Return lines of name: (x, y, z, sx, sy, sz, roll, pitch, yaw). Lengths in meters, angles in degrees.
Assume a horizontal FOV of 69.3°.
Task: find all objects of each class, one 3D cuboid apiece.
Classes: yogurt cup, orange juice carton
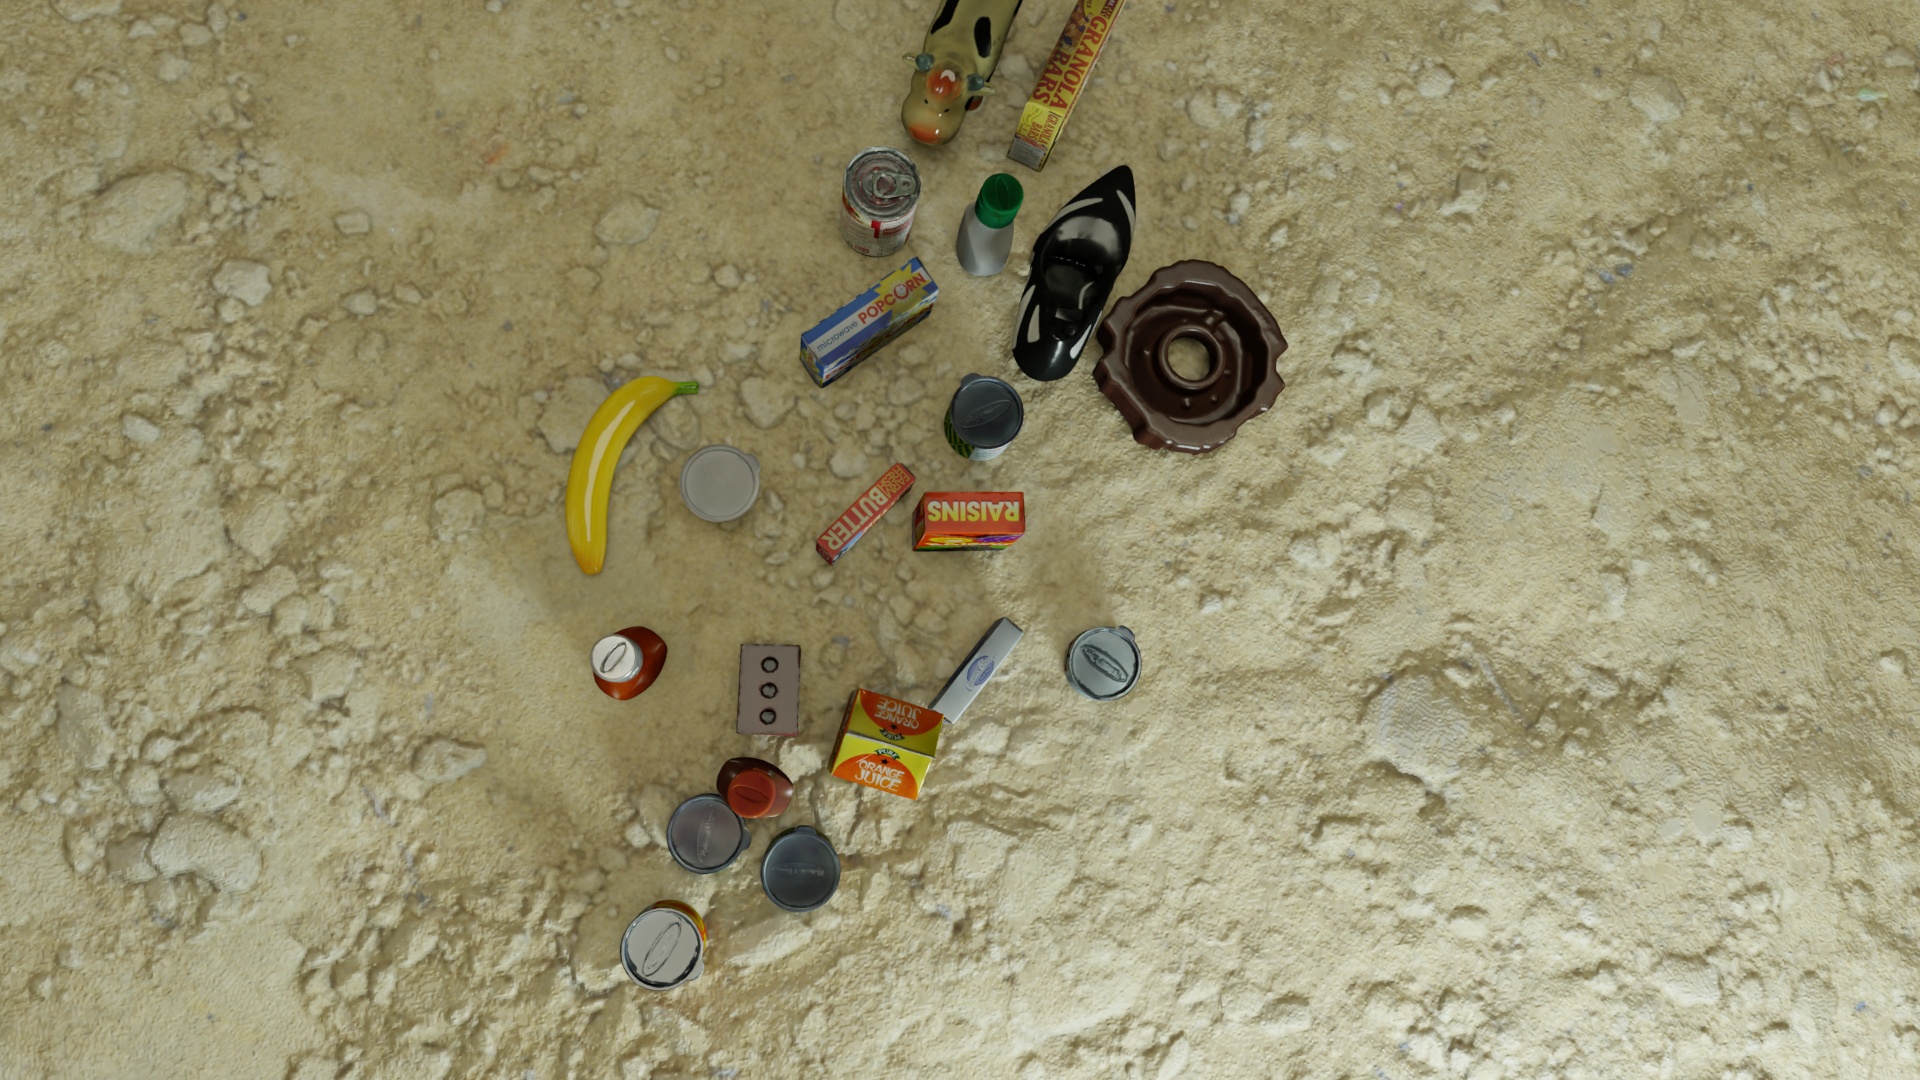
yogurt cup: (-0.209, -0.046, 1.214, 0.072, 0.054, 0.072, 1, 82, -7)
orange juice carton: (-0.063, 0.165, 1.132, 0.072, 0.192, 0.073, 18, 81, -4)

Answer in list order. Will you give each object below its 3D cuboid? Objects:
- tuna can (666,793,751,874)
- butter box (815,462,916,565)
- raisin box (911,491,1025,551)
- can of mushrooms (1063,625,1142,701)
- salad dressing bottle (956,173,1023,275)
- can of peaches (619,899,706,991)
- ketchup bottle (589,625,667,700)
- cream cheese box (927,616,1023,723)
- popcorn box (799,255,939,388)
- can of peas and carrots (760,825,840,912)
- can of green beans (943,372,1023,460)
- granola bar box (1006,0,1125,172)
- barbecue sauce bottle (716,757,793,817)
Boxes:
tuna can: (-0.213, 0.249, 1.183, 0.071, 0.033, 0.071, 1, 82, -7)
butter box: (-0.084, -0.024, 1.227, 0.024, 0.053, 0.104, 45, 80, 0)
raisin box: (0.004, -0.015, 1.201, 0.086, 0.123, 0.040, 0, 83, -7)
can of mushrooms: (0.128, 0.109, 1.244, 0.071, 0.033, 0.071, 1, 82, -7)
salad dressing bottle: (0.026, -0.279, 1.228, 0.044, 0.147, 0.064, -10, 84, -8)
can of peaches: (-0.244, 0.336, 1.154, 0.071, 0.058, 0.071, 1, 82, -7)
ketchup bottle: (-0.274, 0.099, 1.137, 0.043, 0.148, 0.065, 36, 80, -1)
cream cheese box: (0.013, 0.115, 1.219, 0.024, 0.053, 0.104, 39, 80, -1)
popcorn box: (-0.083, -0.192, 1.234, 0.127, 0.085, 0.038, -36, 88, -10)
can of peas and carrots: (-0.135, 0.275, 1.175, 0.071, 0.058, 0.071, 1, 82, -7)
can of green beans: (0.020, -0.109, 1.249, 0.071, 0.057, 0.071, 1, 82, -7)
granola bar box: (0.102, -0.436, 1.272, 0.039, 0.124, 0.166, 26, 80, -3)
barbecue sauce bottle: (-0.169, 0.203, 1.136, 0.065, 0.148, 0.044, 22, 81, -4)
